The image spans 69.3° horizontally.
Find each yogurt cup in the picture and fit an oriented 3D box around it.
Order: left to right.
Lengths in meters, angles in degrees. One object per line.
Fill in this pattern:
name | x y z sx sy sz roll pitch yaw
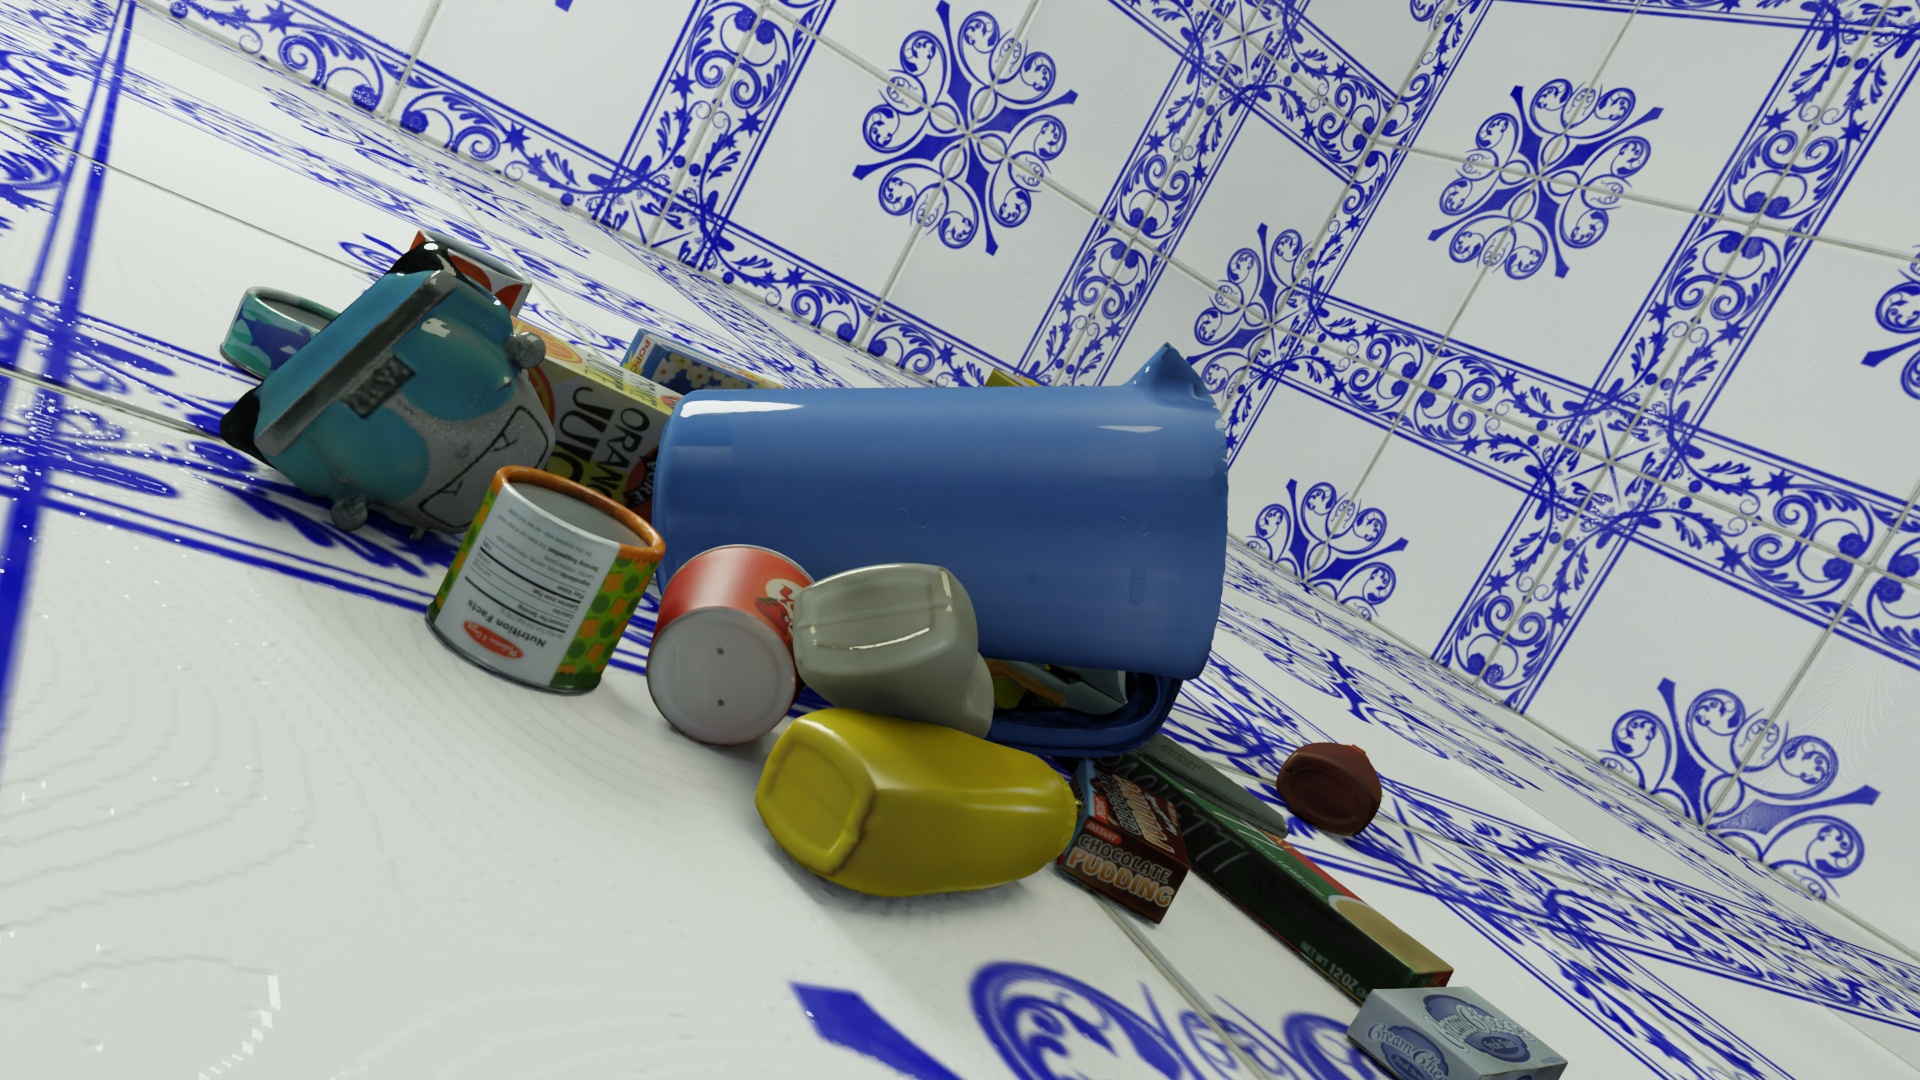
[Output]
yogurt cup | -0.085 0.041 0.522 0.072 0.072 0.054 27 16 -7

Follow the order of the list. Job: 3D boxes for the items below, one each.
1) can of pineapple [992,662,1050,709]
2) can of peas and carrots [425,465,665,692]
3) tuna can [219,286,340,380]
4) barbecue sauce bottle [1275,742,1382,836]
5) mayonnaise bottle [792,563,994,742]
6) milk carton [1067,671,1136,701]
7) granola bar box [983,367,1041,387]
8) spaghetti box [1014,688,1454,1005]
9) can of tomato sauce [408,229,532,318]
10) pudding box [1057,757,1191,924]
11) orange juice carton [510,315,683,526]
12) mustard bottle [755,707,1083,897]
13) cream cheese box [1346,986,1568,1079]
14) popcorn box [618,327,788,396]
can of pineapple | 0.030 0.059 0.790 0.071 0.057 0.071 27 8 -4
can of peas and carrots | -0.148 0.013 0.502 0.071 0.058 0.071 28 8 -4
tuna can | -0.319 -0.095 0.680 0.071 0.032 0.071 27 9 -4
barbecue sauce bottle | 0.255 0.163 0.942 0.065 0.043 0.148 31 8 19
mayonnaise bottle | -0.017 0.057 0.537 0.065 0.041 0.147 -9 -27 7
milk carton | 0.077 0.054 0.927 0.073 0.072 0.191 28 9 -5
granola bar box | 0.003 -0.009 0.749 0.039 0.165 0.124 32 8 8
spaghetti box | 0.124 0.144 0.685 0.250 0.028 0.050 36 10 40
can of tomato sauce | -0.287 -0.121 0.769 0.071 0.083 0.071 28 8 -4
pudding box | 0.068 0.128 0.601 0.050 0.030 0.084 28 8 1
orange juice carton | -0.186 -0.051 0.709 0.193 0.071 0.073 25 9 -19
mustard bottle | 0.000 0.098 0.502 0.065 0.048 0.160 34 10 40
cream cheese box | 0.206 0.210 0.573 0.104 0.024 0.053 19 11 -48
popcorn box | -0.160 -0.069 0.852 0.038 0.085 0.126 36 11 39
